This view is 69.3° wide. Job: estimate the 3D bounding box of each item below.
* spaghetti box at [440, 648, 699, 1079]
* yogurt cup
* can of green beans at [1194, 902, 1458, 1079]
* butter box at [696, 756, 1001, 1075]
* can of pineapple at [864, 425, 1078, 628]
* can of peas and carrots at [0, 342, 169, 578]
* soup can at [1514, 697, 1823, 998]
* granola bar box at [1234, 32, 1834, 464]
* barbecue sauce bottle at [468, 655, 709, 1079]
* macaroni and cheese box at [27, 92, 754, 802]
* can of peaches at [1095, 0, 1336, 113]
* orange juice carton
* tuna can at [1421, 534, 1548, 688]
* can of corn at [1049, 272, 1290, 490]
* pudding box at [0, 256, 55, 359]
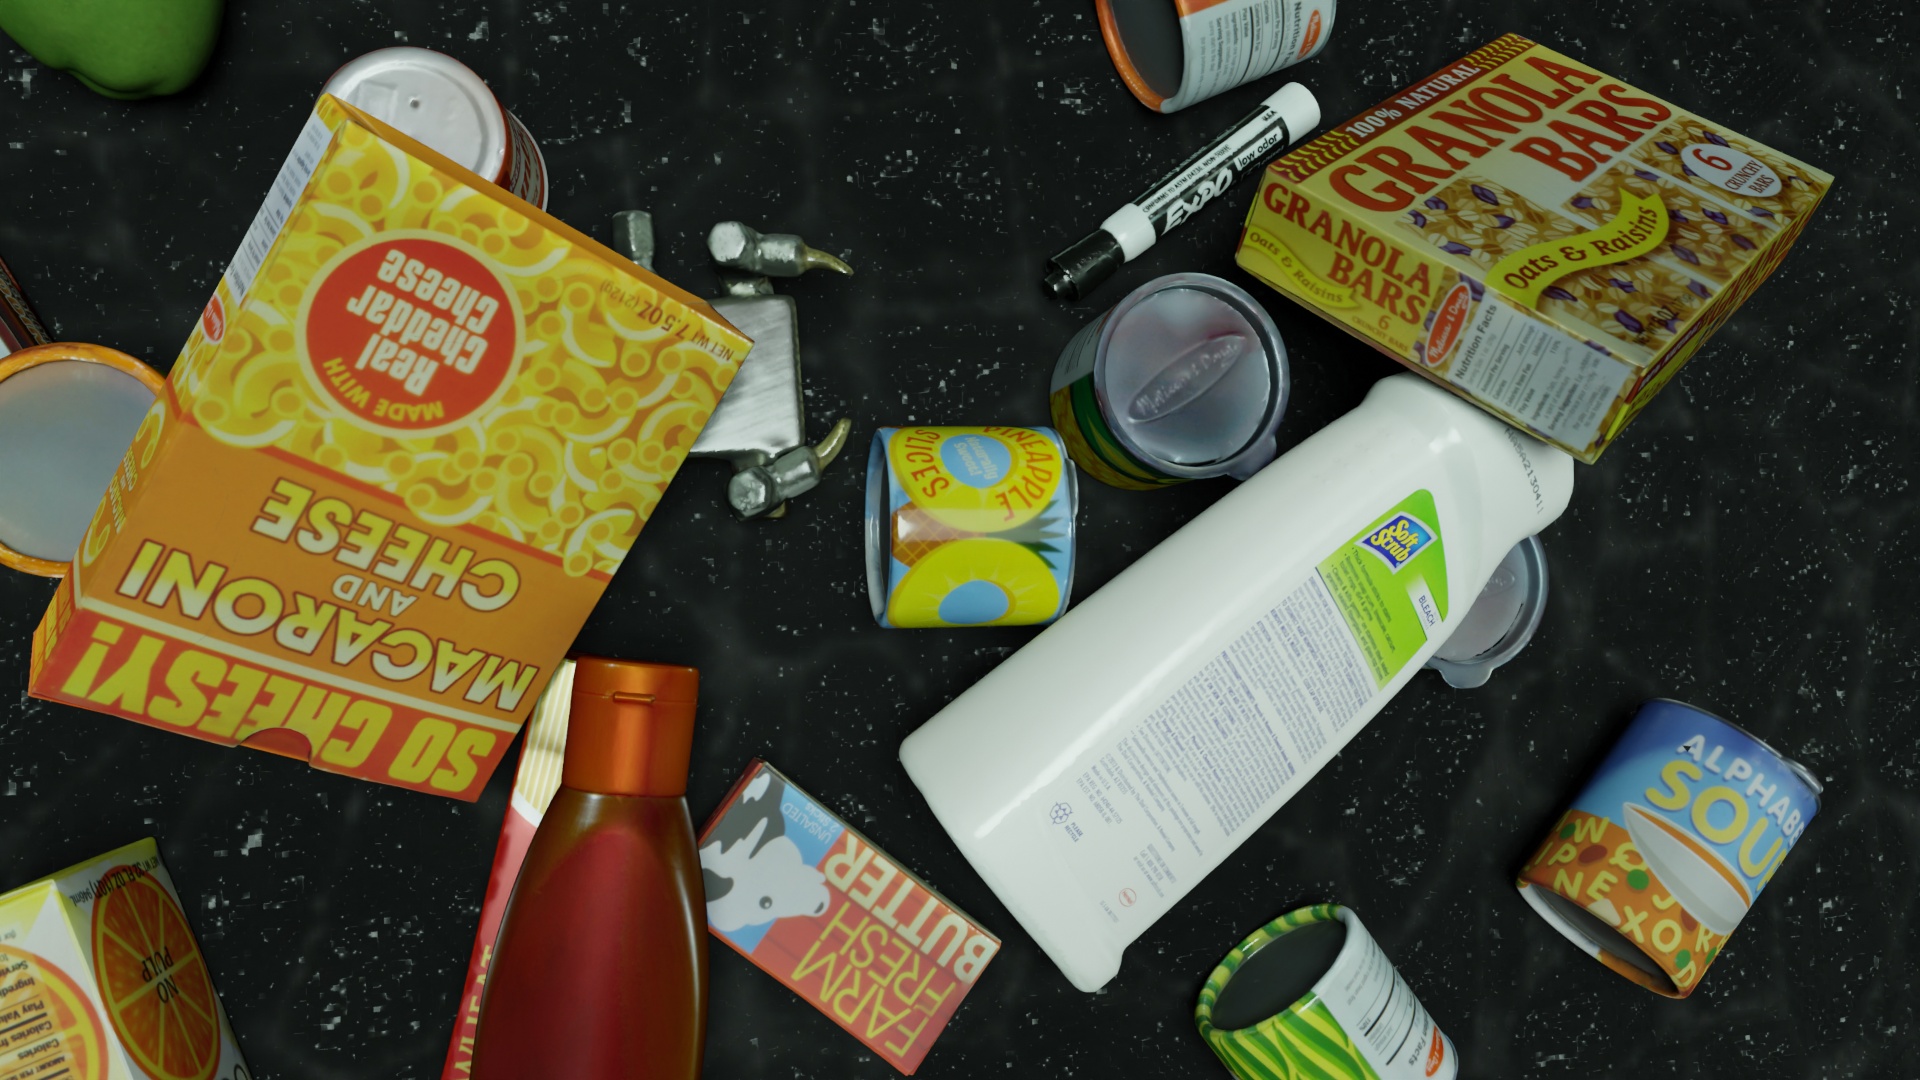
[{"bbox_3d":[-0.134,0.160,0.433,0.050,0.028,0.250,14,84,-10],"label":"spaghetti box"},{"bbox_3d":[-0.165,-0.116,0.428,0.072,0.054,0.072,1,87,-11],"label":"yogurt cup"},{"bbox_3d":[0.121,0.165,0.465,0.071,0.071,0.058,-38,94,-11],"label":"can of green beans"},{"bbox_3d":[-0.042,0.123,0.456,0.103,0.024,0.053,39,80,-7],"label":"butter box"},{"bbox_3d":[0.002,-0.006,0.449,0.058,0.071,0.071,-1,87,-11],"label":"can of pineapple"},{"bbox_3d":[-0.250,-0.021,0.404,0.071,0.058,0.071,1,87,-12],"label":"can of peas and carrots"},{"bbox_3d":[0.250,0.109,0.492,0.071,0.071,0.084,41,81,-7],"label":"soup can"},{"bbox_3d":[0.187,-0.103,0.447,0.124,0.038,0.166,37,50,24],"label":"granola bar box"},{"bbox_3d":[-0.103,0.109,0.404,0.065,0.043,0.148,7,85,-11],"label":"barbecue sauce bottle"},{"bbox_3d":[-0.154,-0.016,0.385,0.123,0.040,0.166,27,99,-39],"label":"macaroni and cheese box"},{"bbox_3d":[0.085,-0.190,0.478,0.058,0.071,0.071,-25,92,-11],"label":"can of peaches"},{"bbox_3d":[-0.239,0.190,0.388,0.073,0.071,0.192,-22,91,-11],"label":"orange juice carton"},{"bbox_3d":[0.173,0.017,0.501,0.071,0.033,0.071,1,87,-11],"label":"tuna can"},{"bbox_3d":[0.070,-0.049,0.470,0.071,0.058,0.071,1,87,-12],"label":"can of corn"},{"bbox_3d":[-0.316,-0.049,0.406,0.084,0.030,0.049,-33,95,-11],"label":"pudding box"}]
